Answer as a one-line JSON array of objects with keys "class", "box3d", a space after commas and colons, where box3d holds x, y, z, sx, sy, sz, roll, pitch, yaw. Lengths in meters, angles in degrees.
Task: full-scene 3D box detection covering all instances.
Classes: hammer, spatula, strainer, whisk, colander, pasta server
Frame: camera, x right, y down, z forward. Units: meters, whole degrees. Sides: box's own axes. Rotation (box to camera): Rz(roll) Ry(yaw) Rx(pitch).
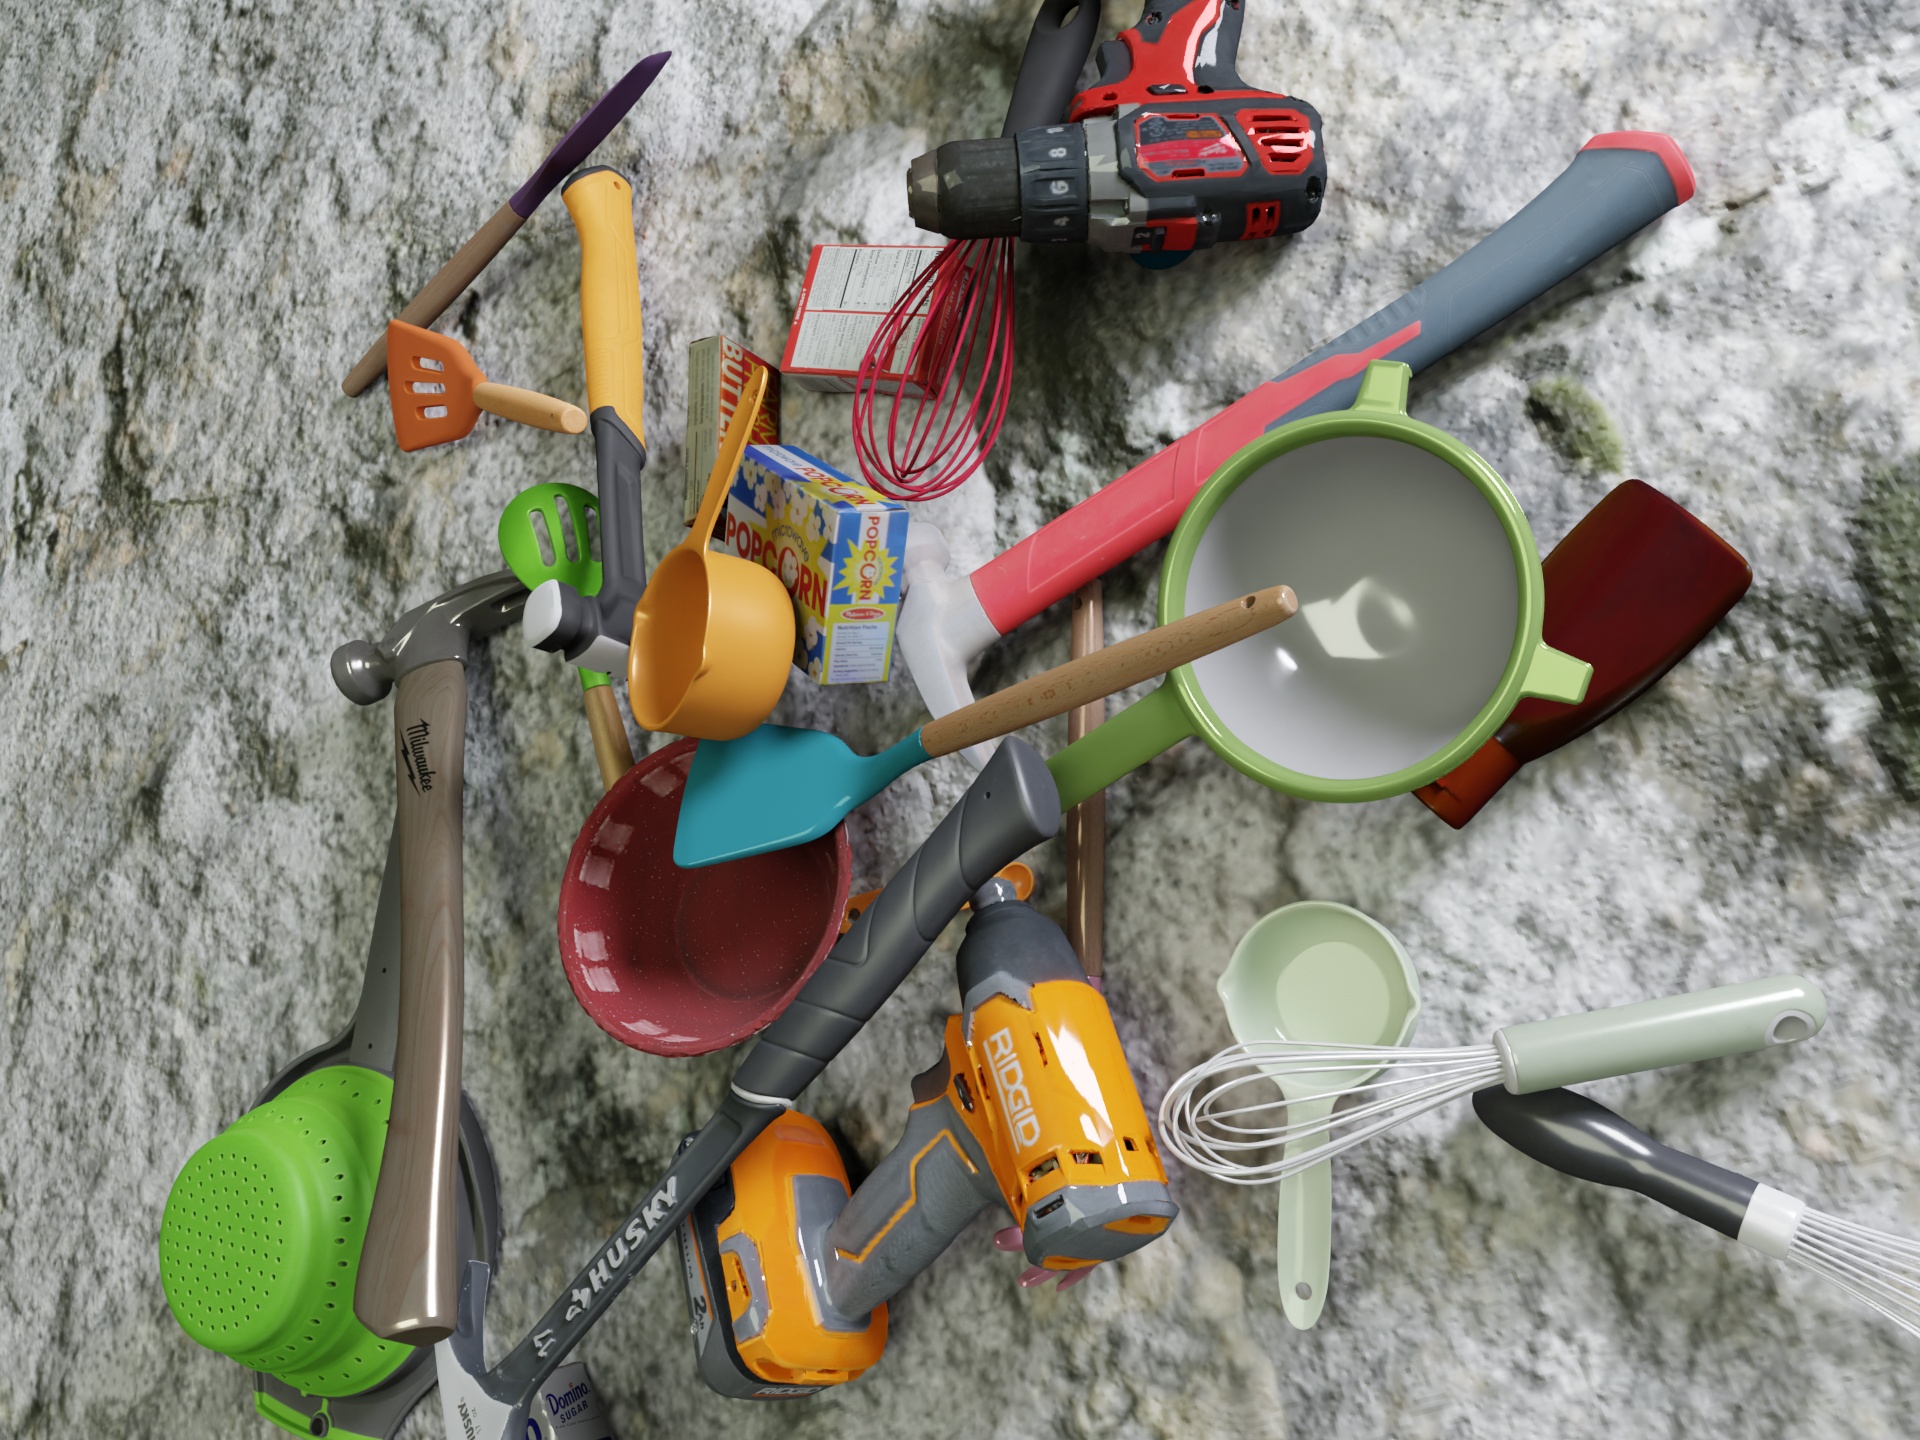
[{"class": "hammer", "box3d": [-0.097, 0.169, 0.675, 0.409, 0.036, 0.149, -50, 45, 11]}, {"class": "hammer", "box3d": [0.140, -0.117, 0.693, 0.386, 0.038, 0.143, -32, 62, 16]}, {"class": "spatula", "box3d": [-0.262, -0.174, 0.864, 0.323, 0.041, 0.081, 26, 120, 58]}, {"class": "hammer", "box3d": [-0.263, 0.101, 0.812, 0.146, 0.038, 0.411, -22, 55, 15]}, {"class": "strainer", "box3d": [0.120, -0.017, 0.658, 0.256, 0.069, 0.152, -34, 73, 27]}, {"class": "whisk", "box3d": [0.015, -0.240, 0.774, 0.073, 0.073, 0.296, 12, 75, 29]}, {"class": "colander", "box3d": [-0.345, 0.195, 0.865, 0.204, 0.094, 0.397, 4, 81, 28]}, {"class": "whisk", "box3d": [0.312, 0.188, 0.545, 0.285, 0.070, 0.070, 20, 89, 35]}, {"class": "spatula", "box3d": [-0.277, -0.290, 0.949, 0.316, 0.060, 0.018, -34, 103, 28]}, {"class": "pasta server", "box3d": [0.051, 0.087, 0.711, 0.060, 0.040, 0.316, -11, 72, 44]}, {"class": "spatula", "box3d": [-0.001, -0.002, 0.677, 0.317, 0.044, 0.082, -22, 46, 37]}, {"class": "hammer", "box3d": [-0.180, -0.169, 0.865, 0.034, 0.127, 0.337, -30, 56, 34]}, {"class": "whisk", "box3d": [0.195, 0.128, 0.592, 0.246, 0.057, 0.059, -12, 32, 6]}]

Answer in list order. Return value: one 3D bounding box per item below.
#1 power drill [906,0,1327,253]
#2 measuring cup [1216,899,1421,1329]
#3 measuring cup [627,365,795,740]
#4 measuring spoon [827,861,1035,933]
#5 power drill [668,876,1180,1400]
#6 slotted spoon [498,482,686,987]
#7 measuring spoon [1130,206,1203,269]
[{"class": "power drill", "box3d": [0.065, -0.323, 0.737, 0.188, 0.080, 0.227, -4, 78, 1]}, {"class": "measuring cup", "box3d": [0.147, 0.158, 0.646, 0.083, 0.038, 0.168, 1, 82, 28]}, {"class": "measuring cup", "box3d": [-0.100, -0.073, 0.735, 0.095, 0.052, 0.173, 32, 105, 56]}, {"class": "measuring spoon", "box3d": [-0.014, 0.087, 0.763, 0.117, 0.011, 0.021, -15, 68, 28]}, {"class": "power drill", "box3d": [-0.024, 0.180, 0.683, 0.226, 0.084, 0.164, -37, 52, 26]}, {"class": "slotted spoon", "box3d": [-0.186, 0.007, 0.851, 0.031, 0.070, 0.314, -44, 60, 60]}, {"class": "measuring spoon", "box3d": [0.064, -0.261, 0.786, 0.129, 0.021, 0.042, 34, 96, 30]}]
